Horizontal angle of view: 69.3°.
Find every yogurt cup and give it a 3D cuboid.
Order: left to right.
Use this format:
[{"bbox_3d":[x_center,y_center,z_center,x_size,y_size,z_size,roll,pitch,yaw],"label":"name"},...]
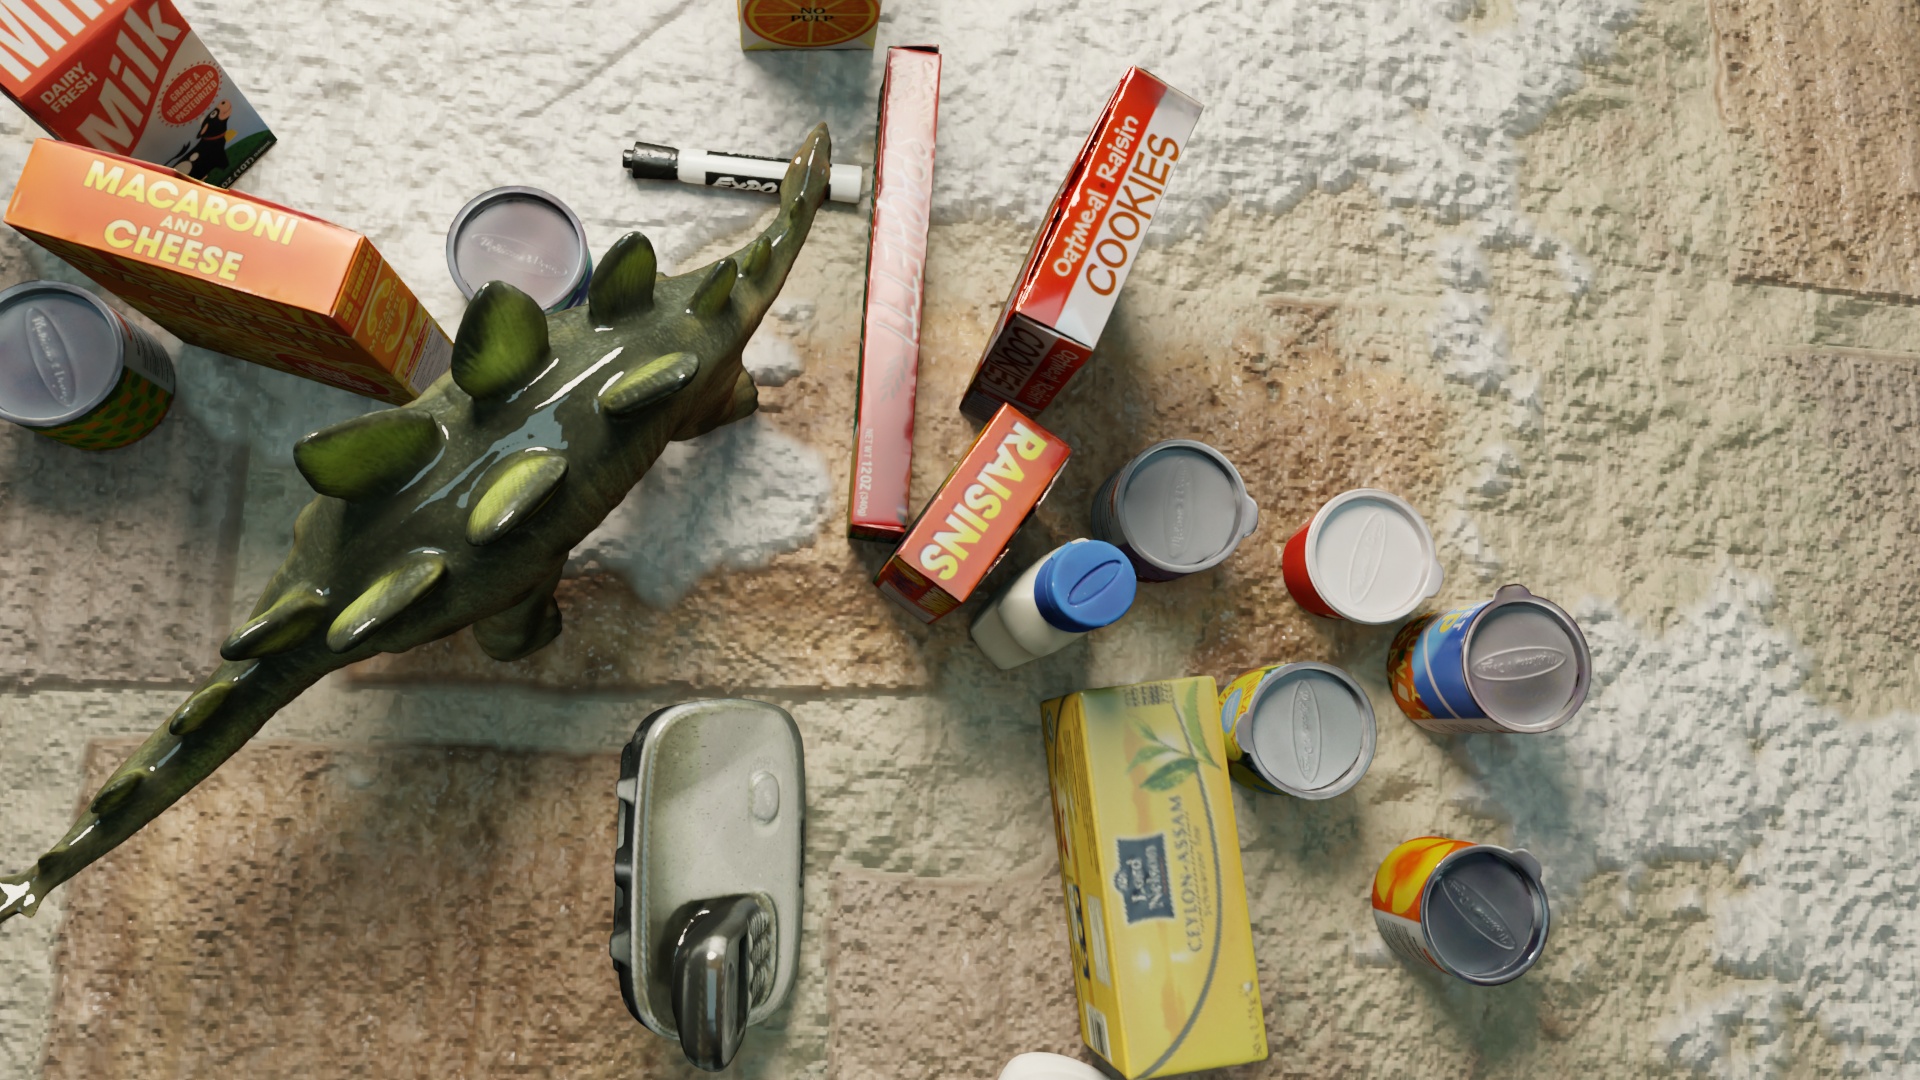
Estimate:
[{"bbox_3d":[0.200,0.011,0.711,0.072,0.054,0.072,1,81,-8],"label":"yogurt cup"}]

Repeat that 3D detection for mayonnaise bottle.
[{"bbox_3d":[0.044,0.028,0.637,0.065,0.148,0.041,-38,89,-11],"label":"mayonnaise bottle"}]

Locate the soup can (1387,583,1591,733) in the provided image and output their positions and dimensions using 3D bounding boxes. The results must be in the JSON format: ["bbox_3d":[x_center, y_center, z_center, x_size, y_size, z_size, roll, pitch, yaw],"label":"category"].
[{"bbox_3d":[0.262,0.061,0.697,0.071,0.083,0.071,1,82,-8],"label":"soup can"}]

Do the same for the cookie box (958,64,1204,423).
[{"bbox_3d":[0.050,-0.127,0.652,0.040,0.167,0.123,25,79,-4],"label":"cookie box"}]

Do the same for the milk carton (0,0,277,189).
[{"bbox_3d":[-0.372,-0.209,0.589,0.073,0.190,0.072,40,79,-1],"label":"milk carton"}]

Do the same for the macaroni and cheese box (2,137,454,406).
[{"bbox_3d":[-0.300,-0.107,0.597,0.124,0.166,0.040,16,80,-6],"label":"macaroni and cheese box"}]

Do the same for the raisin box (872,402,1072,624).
[{"bbox_3d":[0.002,-0.008,0.649,0.040,0.123,0.086,37,79,-2],"label":"raisin box"}]

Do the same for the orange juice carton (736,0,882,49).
[{"bbox_3d":[-0.070,-0.307,0.648,0.073,0.192,0.072,-4,83,-9],"label":"orange juice carton"}]

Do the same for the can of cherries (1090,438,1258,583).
[{"bbox_3d":[0.106,-0.012,0.698,0.071,0.058,0.071,1,82,-8],"label":"can of cherries"}]

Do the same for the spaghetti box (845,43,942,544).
[{"bbox_3d":[-0.034,-0.124,0.699,0.029,0.050,0.250,5,81,-8],"label":"spaghetti box"}]

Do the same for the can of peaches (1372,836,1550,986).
[{"bbox_3d":[0.248,0.181,0.690,0.071,0.058,0.071,1,82,-8],"label":"can of peaches"}]

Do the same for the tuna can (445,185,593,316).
[{"bbox_3d":[-0.216,-0.135,0.682,0.071,0.032,0.071,1,81,-8],"label":"tuna can"}]

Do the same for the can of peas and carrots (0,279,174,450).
[{"bbox_3d":[-0.406,-0.077,0.631,0.071,0.058,0.071,1,82,-8],"label":"can of peas and carrots"}]

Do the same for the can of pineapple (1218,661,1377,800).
[{"bbox_3d":[0.162,0.094,0.691,0.071,0.057,0.071,1,82,-8],"label":"can of pineapple"}]
